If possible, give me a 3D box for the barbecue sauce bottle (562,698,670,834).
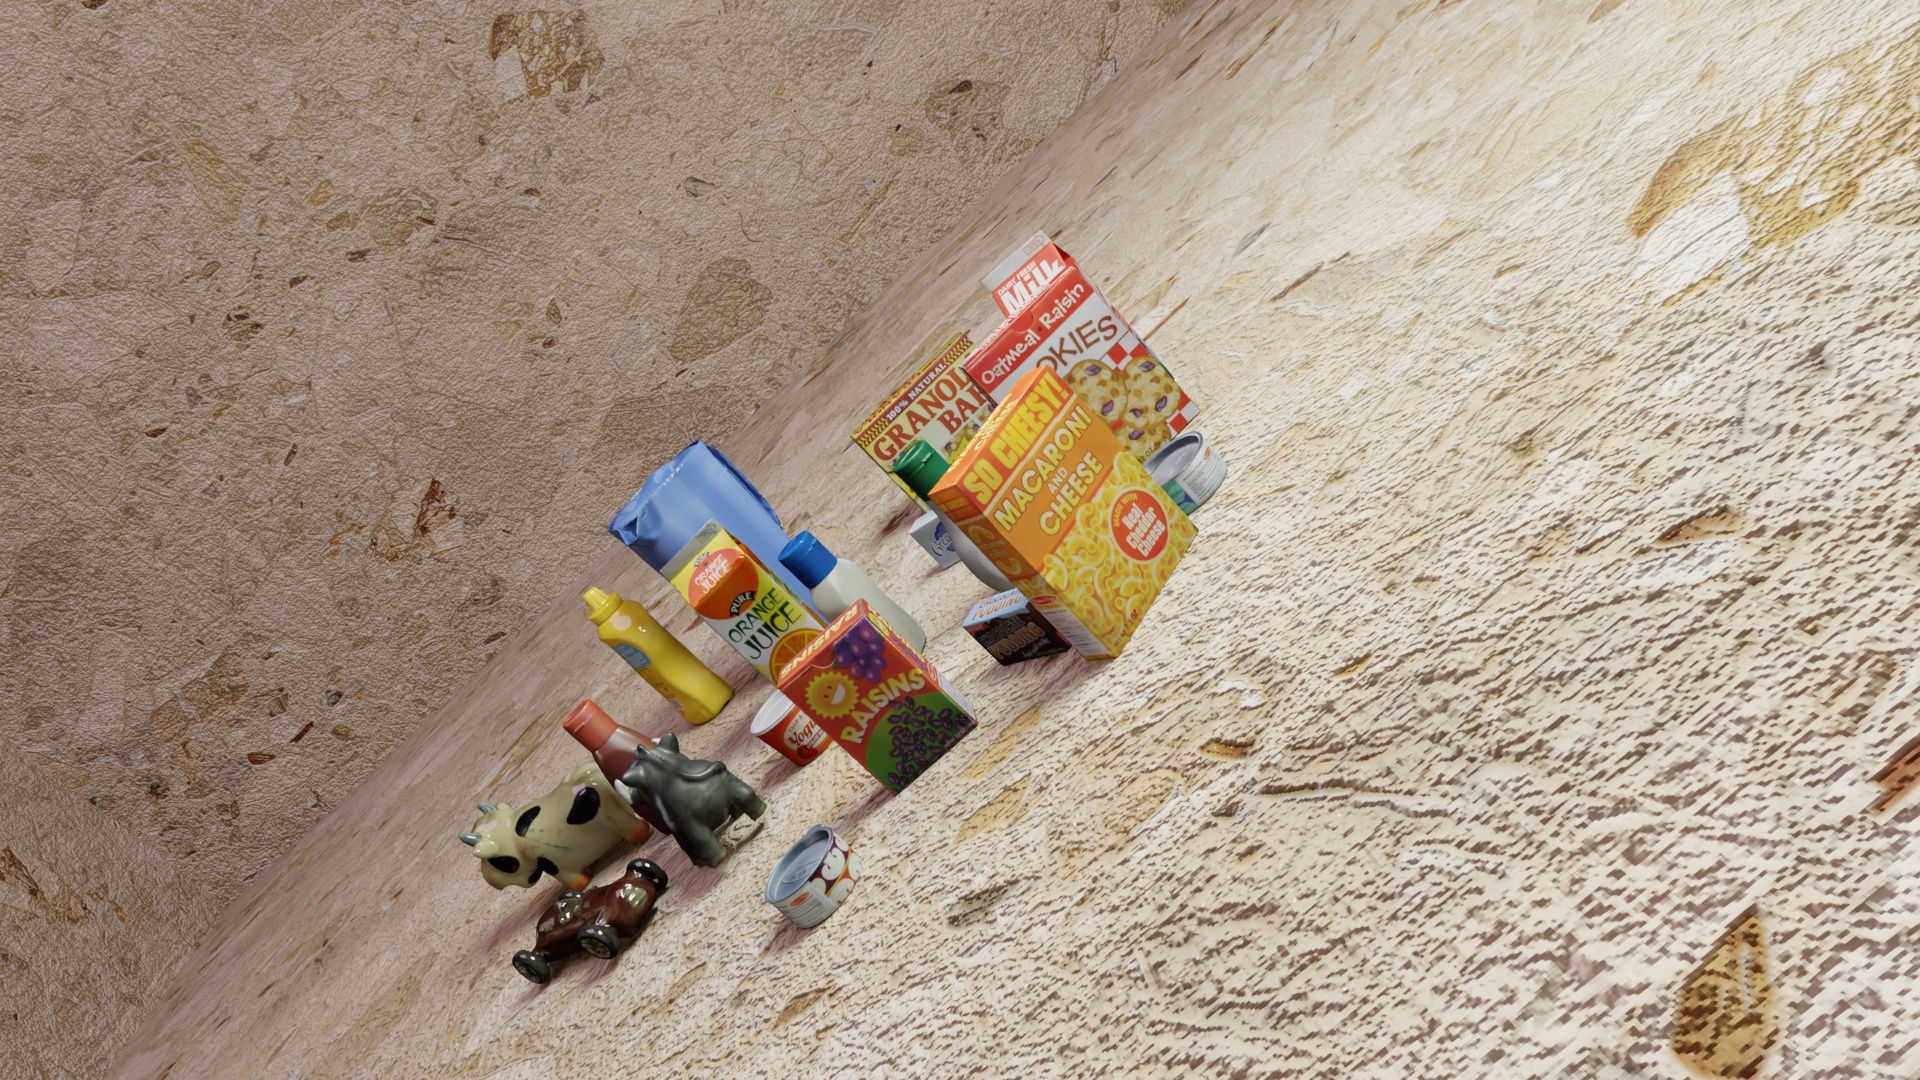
[{"bbox_3d":[-0.314,0.213,1.331,0.065,0.148,0.044,-42,16,9],"label":"barbecue sauce bottle"}]

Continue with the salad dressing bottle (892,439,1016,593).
[{"bbox_3d":[0.007,-0.020,1.144,0.044,0.147,0.064,-19,29,56],"label":"salad dressing bottle"}]

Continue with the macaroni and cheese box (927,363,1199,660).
[{"bbox_3d":[0.073,-0.018,0.952,0.124,0.166,0.040,-53,18,-28],"label":"macaroni and cheese box"}]

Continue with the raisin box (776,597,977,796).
[{"bbox_3d":[-0.061,0.115,1.018,0.086,0.123,0.040,-42,16,9],"label":"raisin box"}]

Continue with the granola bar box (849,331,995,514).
[{"bbox_3d":[-0.017,-0.125,1.499,0.165,0.124,0.039,-44,16,-1],"label":"granola bar box"}]

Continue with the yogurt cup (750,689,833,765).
[{"bbox_3d":[-0.143,0.161,1.223,0.072,0.054,0.073,-40,17,15],"label":"yogurt cup"}]

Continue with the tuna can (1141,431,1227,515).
[{"bbox_3d":[0.164,-0.047,1.045,0.071,0.033,0.071,-40,17,15],"label":"tuna can"}]

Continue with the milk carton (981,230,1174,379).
[{"bbox_3d":[0.106,-0.181,1.227,0.072,0.190,0.074,-39,17,18],"label":"milk carton"}]

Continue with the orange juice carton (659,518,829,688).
[{"bbox_3d":[-0.191,0.069,1.313,0.072,0.192,0.073,-45,16,-2],"label":"orange juice carton"}]

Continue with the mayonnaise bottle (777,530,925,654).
[{"bbox_3d":[-0.094,0.054,1.202,0.041,0.148,0.065,-35,19,29],"label":"mayonnaise bottle"}]

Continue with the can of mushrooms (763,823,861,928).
[{"bbox_3d":[-0.103,0.236,0.980,0.071,0.033,0.071,-40,17,15],"label":"can of mushrooms"}]

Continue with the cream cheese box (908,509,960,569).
[{"bbox_3d":[0.005,-0.016,1.309,0.103,0.053,0.024,-31,20,37],"label":"cream cheese box"}]

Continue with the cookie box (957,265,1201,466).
[{"bbox_3d":[0.099,-0.126,1.151,0.123,0.167,0.040,-45,16,-2],"label":"cookie box"}]

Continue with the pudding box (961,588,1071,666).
[{"bbox_3d":[0.045,0.062,1.028,0.083,0.049,0.030,-21,28,53],"label":"pudding box"}]
